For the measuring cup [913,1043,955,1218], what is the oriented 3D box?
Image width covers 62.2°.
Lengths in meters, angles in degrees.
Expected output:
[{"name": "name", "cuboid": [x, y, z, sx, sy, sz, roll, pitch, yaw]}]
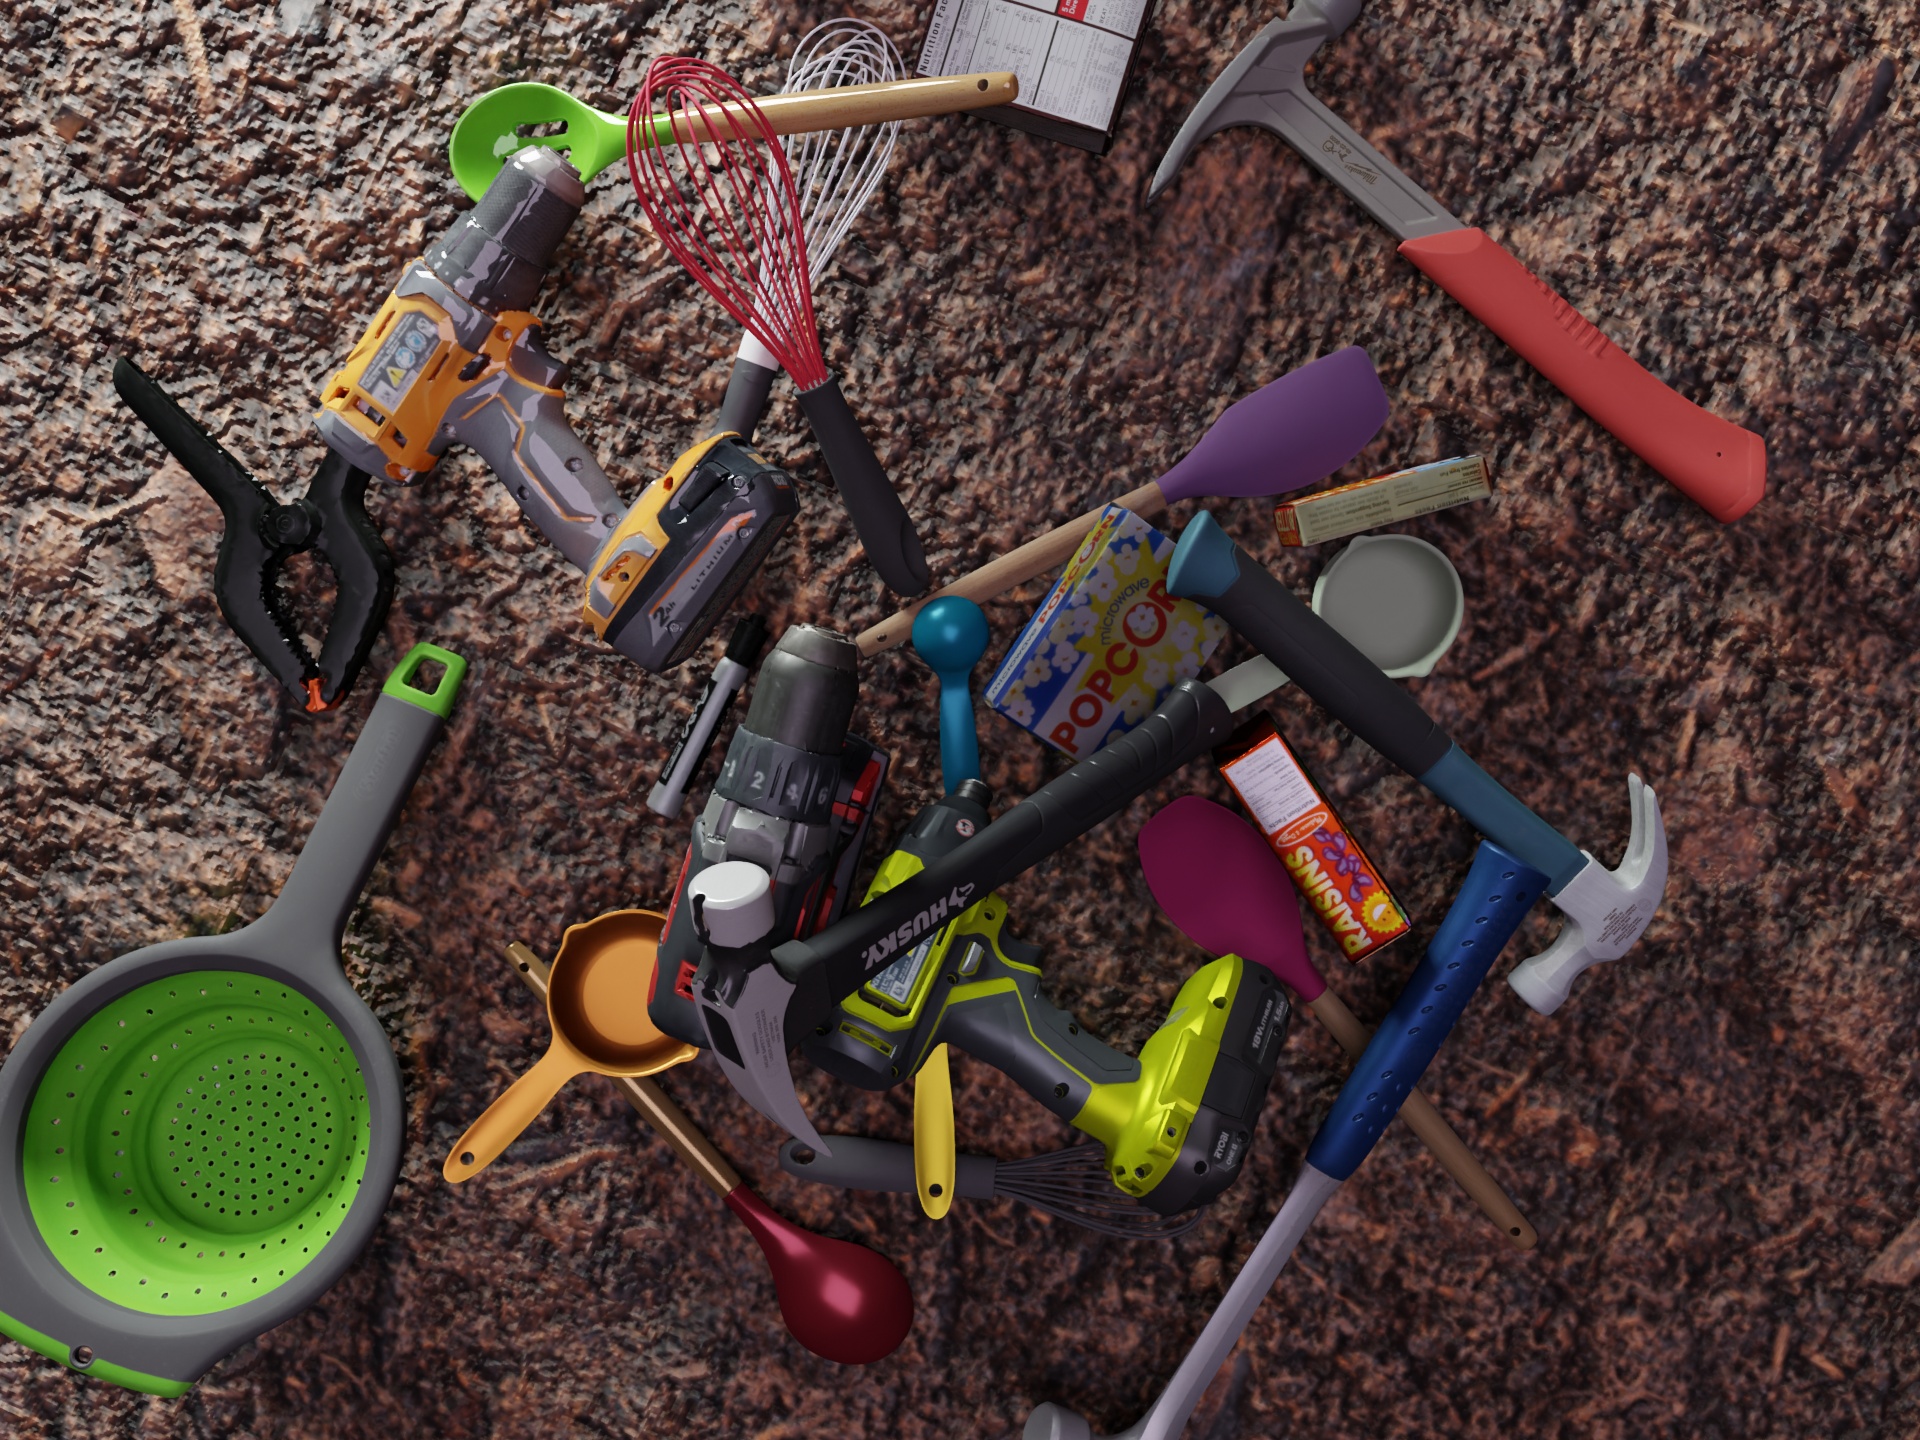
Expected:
[{"name": "measuring cup", "cuboid": [-0.016, 0.189, 0.867, 0.062, 0.029, 0.156, -1, 85, -4]}]

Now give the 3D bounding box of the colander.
[{"name": "colander", "cuboid": [-0.360, 0.147, 0.861, 0.204, 0.094, 0.397, 22, 76, 0]}]

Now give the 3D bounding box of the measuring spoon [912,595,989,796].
[{"name": "measuring spoon", "cuboid": [-0.001, -0.003, 0.859, 0.042, 0.021, 0.128, -5, 103, -2]}]

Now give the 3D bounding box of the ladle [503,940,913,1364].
[{"name": "ladle", "cuboid": [-0.144, 0.241, 0.886, 0.069, 0.031, 0.315, -43, 91, 1]}]

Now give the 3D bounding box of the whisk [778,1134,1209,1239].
[{"name": "whisk", "cuboid": [0.017, 0.248, 0.875, 0.239, 0.055, 0.055, 4, 94, 5]}]

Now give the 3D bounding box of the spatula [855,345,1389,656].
[{"name": "spatula", "cuboid": [0.087, -0.109, 0.862, 0.316, 0.018, 0.059, -26, 101, 2]}]

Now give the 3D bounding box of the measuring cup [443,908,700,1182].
[{"name": "measuring cup", "cuboid": [-0.205, 0.177, 0.849, 0.095, 0.052, 0.173, 44, 77, 0]}]

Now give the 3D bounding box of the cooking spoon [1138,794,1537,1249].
[{"name": "cooking spoon", "cuboid": [0.213, 0.170, 0.879, 0.068, 0.017, 0.319, -40, 92, 13]}]

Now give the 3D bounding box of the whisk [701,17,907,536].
[{"name": "whisk", "cuboid": [-0.096, -0.227, 0.839, 0.070, 0.070, 0.284, 20, 99, -1]}]

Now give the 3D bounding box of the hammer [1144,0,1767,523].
[{"name": "hammer", "cuboid": [0.274, -0.224, 0.842, 0.359, 0.037, 0.149, 40, 94, -1]}]

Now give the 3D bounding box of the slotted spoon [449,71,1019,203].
[{"name": "slotted spoon", "cuboid": [-0.120, -0.299, 0.802, 0.314, 0.031, 0.070, 1, 95, 21]}]

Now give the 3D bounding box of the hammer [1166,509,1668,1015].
[{"name": "hammer", "cuboid": [0.235, 0.012, 0.830, 0.331, 0.033, 0.128, 39, 104, -10]}]

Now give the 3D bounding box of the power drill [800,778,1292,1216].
[{"name": "power drill", "cuboid": [0.050, 0.142, 0.827, 0.223, 0.080, 0.171, 28, 62, -4]}]

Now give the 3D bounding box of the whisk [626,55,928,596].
[{"name": "whisk", "cuboid": [-0.083, -0.186, 0.799, 0.073, 0.073, 0.295, -25, 118, 2]}]

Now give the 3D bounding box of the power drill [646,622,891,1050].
[{"name": "power drill", "cuboid": [-0.085, 0.044, 0.769, 0.080, 0.227, 0.188, 17, 94, -1]}]

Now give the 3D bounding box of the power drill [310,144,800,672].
[{"name": "power drill", "cuboid": [-0.189, -0.156, 0.800, 0.226, 0.084, 0.185, 38, 101, 0]}]

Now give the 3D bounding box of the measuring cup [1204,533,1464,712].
[{"name": "measuring cup", "cuboid": [0.187, -0.041, 0.857, 0.167, 0.038, 0.083, -28, 96, 7]}]

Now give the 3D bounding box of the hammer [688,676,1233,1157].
[{"name": "hammer", "cuboid": [0.019, 0.066, 0.737, 0.035, 0.335, 0.146, 21, 128, 39]}]

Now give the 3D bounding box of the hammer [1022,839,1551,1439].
[{"name": "hammer", "cuboid": [0.191, 0.248, 0.841, 0.144, 0.035, 0.405, 27, 99, -20]}]
